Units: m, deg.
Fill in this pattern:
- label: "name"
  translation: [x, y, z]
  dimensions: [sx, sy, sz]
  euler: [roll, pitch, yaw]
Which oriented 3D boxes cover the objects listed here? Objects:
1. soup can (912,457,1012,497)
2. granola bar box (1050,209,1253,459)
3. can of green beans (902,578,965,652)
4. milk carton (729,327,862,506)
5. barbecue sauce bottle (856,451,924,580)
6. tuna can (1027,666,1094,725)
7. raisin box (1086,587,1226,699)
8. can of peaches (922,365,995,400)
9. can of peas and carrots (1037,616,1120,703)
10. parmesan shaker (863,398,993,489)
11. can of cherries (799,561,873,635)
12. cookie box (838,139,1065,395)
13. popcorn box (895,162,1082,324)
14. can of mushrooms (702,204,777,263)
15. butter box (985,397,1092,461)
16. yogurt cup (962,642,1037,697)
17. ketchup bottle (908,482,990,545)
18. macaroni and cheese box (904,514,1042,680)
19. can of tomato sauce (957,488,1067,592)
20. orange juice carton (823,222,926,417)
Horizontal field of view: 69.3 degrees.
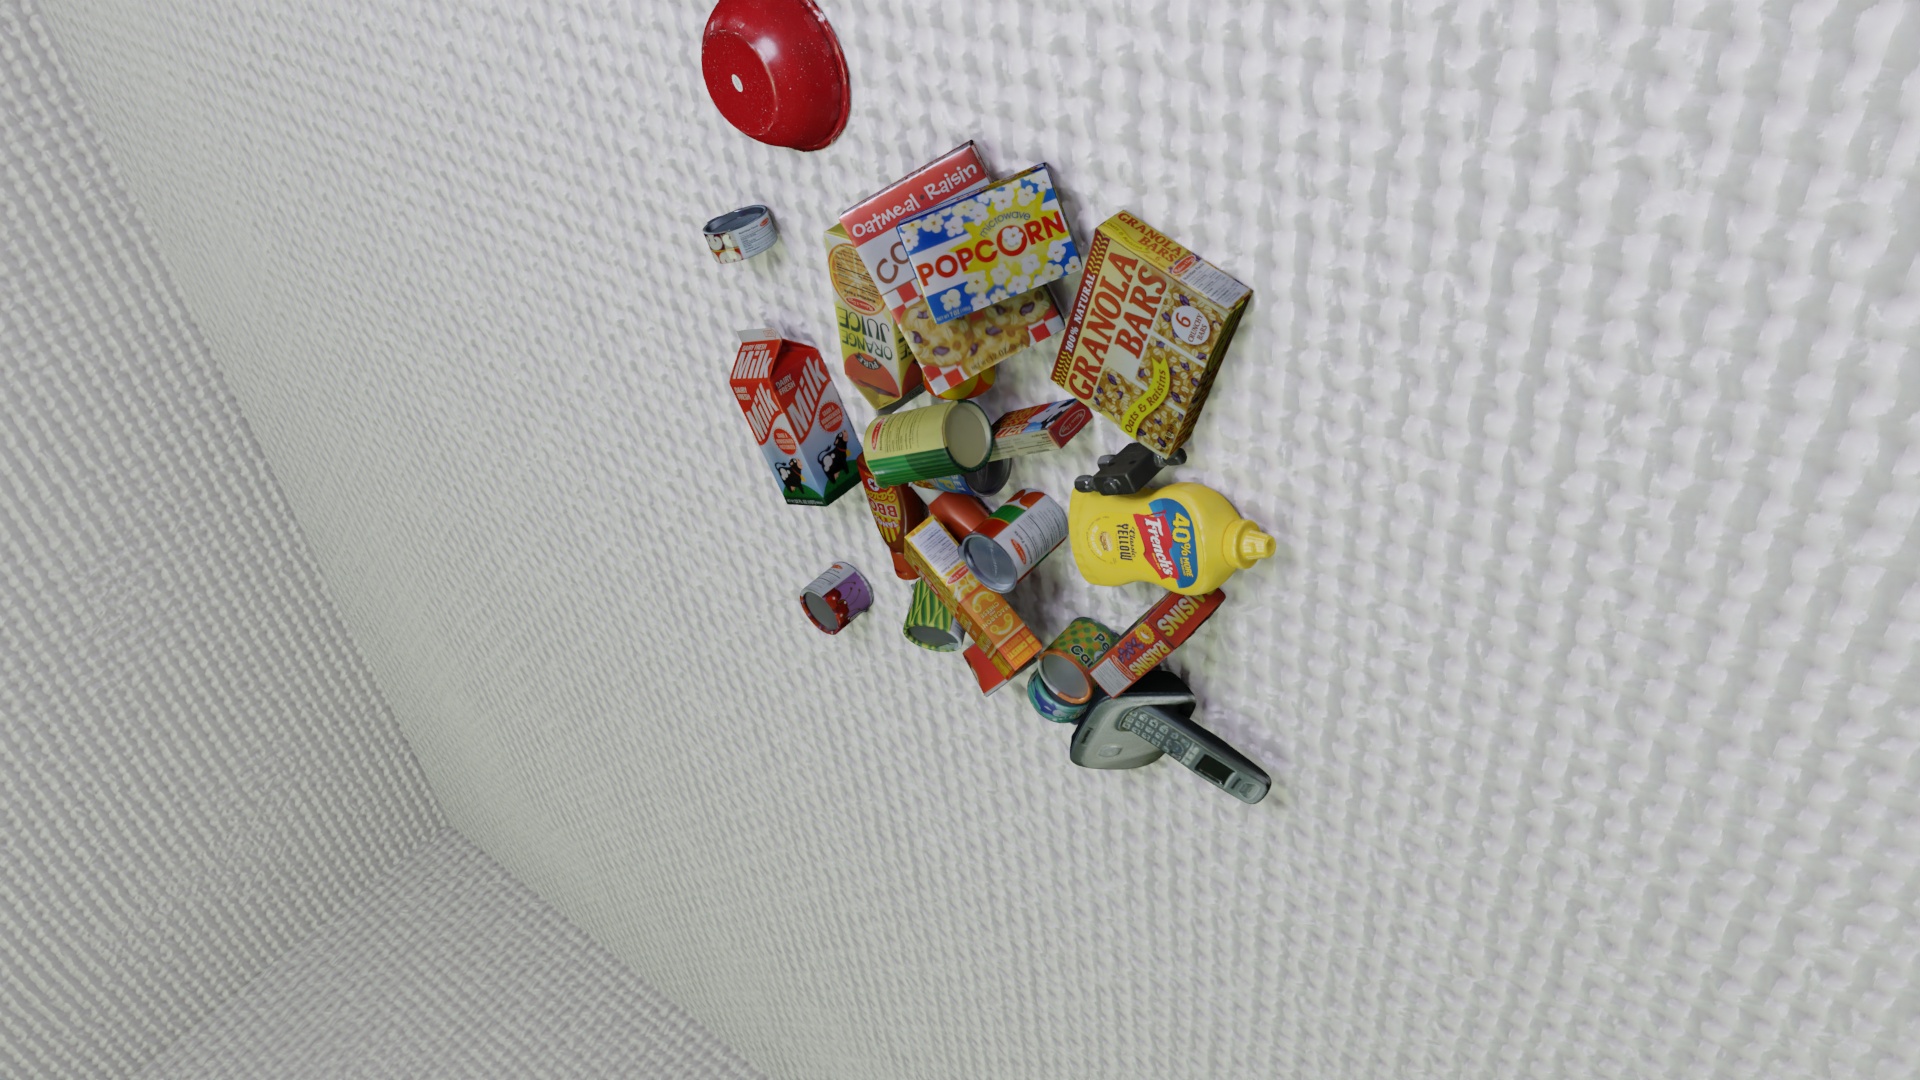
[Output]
- label: "soup can"
  translation: [-0.006, -0.078, 1.311]
  dimensions: [0.084, 0.072, 0.071]
  euler: [9, 129, 43]
- label: "granola bar box"
  translation: [0.145, -0.159, 1.095]
  dimensions: [0.124, 0.039, 0.164]
  euler: [37, 144, 18]
- label: "can of green beans"
  translation: [-0.023, 0.079, 1.470]
  dimensions: [0.071, 0.058, 0.071]
  euler: [12, 152, 7]
- label: "milk carton"
  translation: [-0.173, -0.134, 1.441]
  dimensions: [0.072, 0.074, 0.190]
  euler: [3, 125, 46]
- label: "barbecue sauce bottle"
  translation: [-0.065, -0.027, 1.450]
  dimensions: [0.065, 0.044, 0.147]
  euler: [21, 137, 39]
- label: "tuna can"
  translation: [0.105, 0.151, 1.410]
  dimensions: [0.071, 0.071, 0.032]
  euler: [42, 145, 10]
- label: "raisin box"
  translation: [0.176, 0.085, 1.253]
  dimensions: [0.040, 0.086, 0.122]
  euler: [47, 146, 6]
- label: "can of peaches"
  translation: [-0.004, -0.164, 1.228]
  dimensions: [0.071, 0.071, 0.057]
  euler: [25, 140, 31]
- label: "can of peas and carrots"
  translation: [0.120, 0.118, 1.370]
  dimensions: [0.071, 0.059, 0.070]
  euler: [29, 141, 26]
- label: "parmesan shaker"
  translation: [-0.029, -0.084, 1.239]
  dimensions: [0.103, 0.072, 0.071]
  euler: [-6, 118, 45]
- label: "can of cherries"
  translation: [-0.143, 0.069, 1.616]
  dimensions: [0.071, 0.059, 0.071]
  euler: [29, 140, 27]
- label: "cookie box"
  translation: [-0.006, -0.223, 1.140]
  dimensions: [0.123, 0.040, 0.167]
  euler: [-26, 106, 11]
- label: "popcorn box"
  translation: [0.023, -0.233, 1.092]
  dimensions: [0.126, 0.038, 0.085]
  euler: [-20, 109, 8]
- label: "can of mushrooms"
  translation: [-0.213, -0.295, 1.338]
  dimensions: [0.071, 0.071, 0.033]
  euler: [11, 132, 42]
- label: "butter box"
  translation: [0.063, -0.098, 1.232]
  dimensions: [0.103, 0.053, 0.024]
  euler: [-6, 121, 51]
- label: "yogurt cup"
  translation: [0.039, 0.125, 1.464]
  dimensions: [0.054, 0.073, 0.072]
  euler: [55, 146, 6]
- label: "ketchup bottle"
  translation: [0.005, -0.017, 1.381]
  dimensions: [0.149, 0.044, 0.064]
  euler: [50, 155, 0]
- label: "macaroni and cheese box"
  translation: [0.011, 0.059, 1.378]
  dimensions: [0.166, 0.040, 0.123]
  euler: [50, 172, 7]
- label: "can of tomato sauce"
  translation: [0.050, -0.001, 1.311]
  dimensions: [0.071, 0.083, 0.070]
  euler: [29, 141, 27]
- label: "orange juice carton"
  translation: [-0.062, -0.200, 1.256]
  dimensions: [0.073, 0.072, 0.191]
  euler: [25, 138, 31]
